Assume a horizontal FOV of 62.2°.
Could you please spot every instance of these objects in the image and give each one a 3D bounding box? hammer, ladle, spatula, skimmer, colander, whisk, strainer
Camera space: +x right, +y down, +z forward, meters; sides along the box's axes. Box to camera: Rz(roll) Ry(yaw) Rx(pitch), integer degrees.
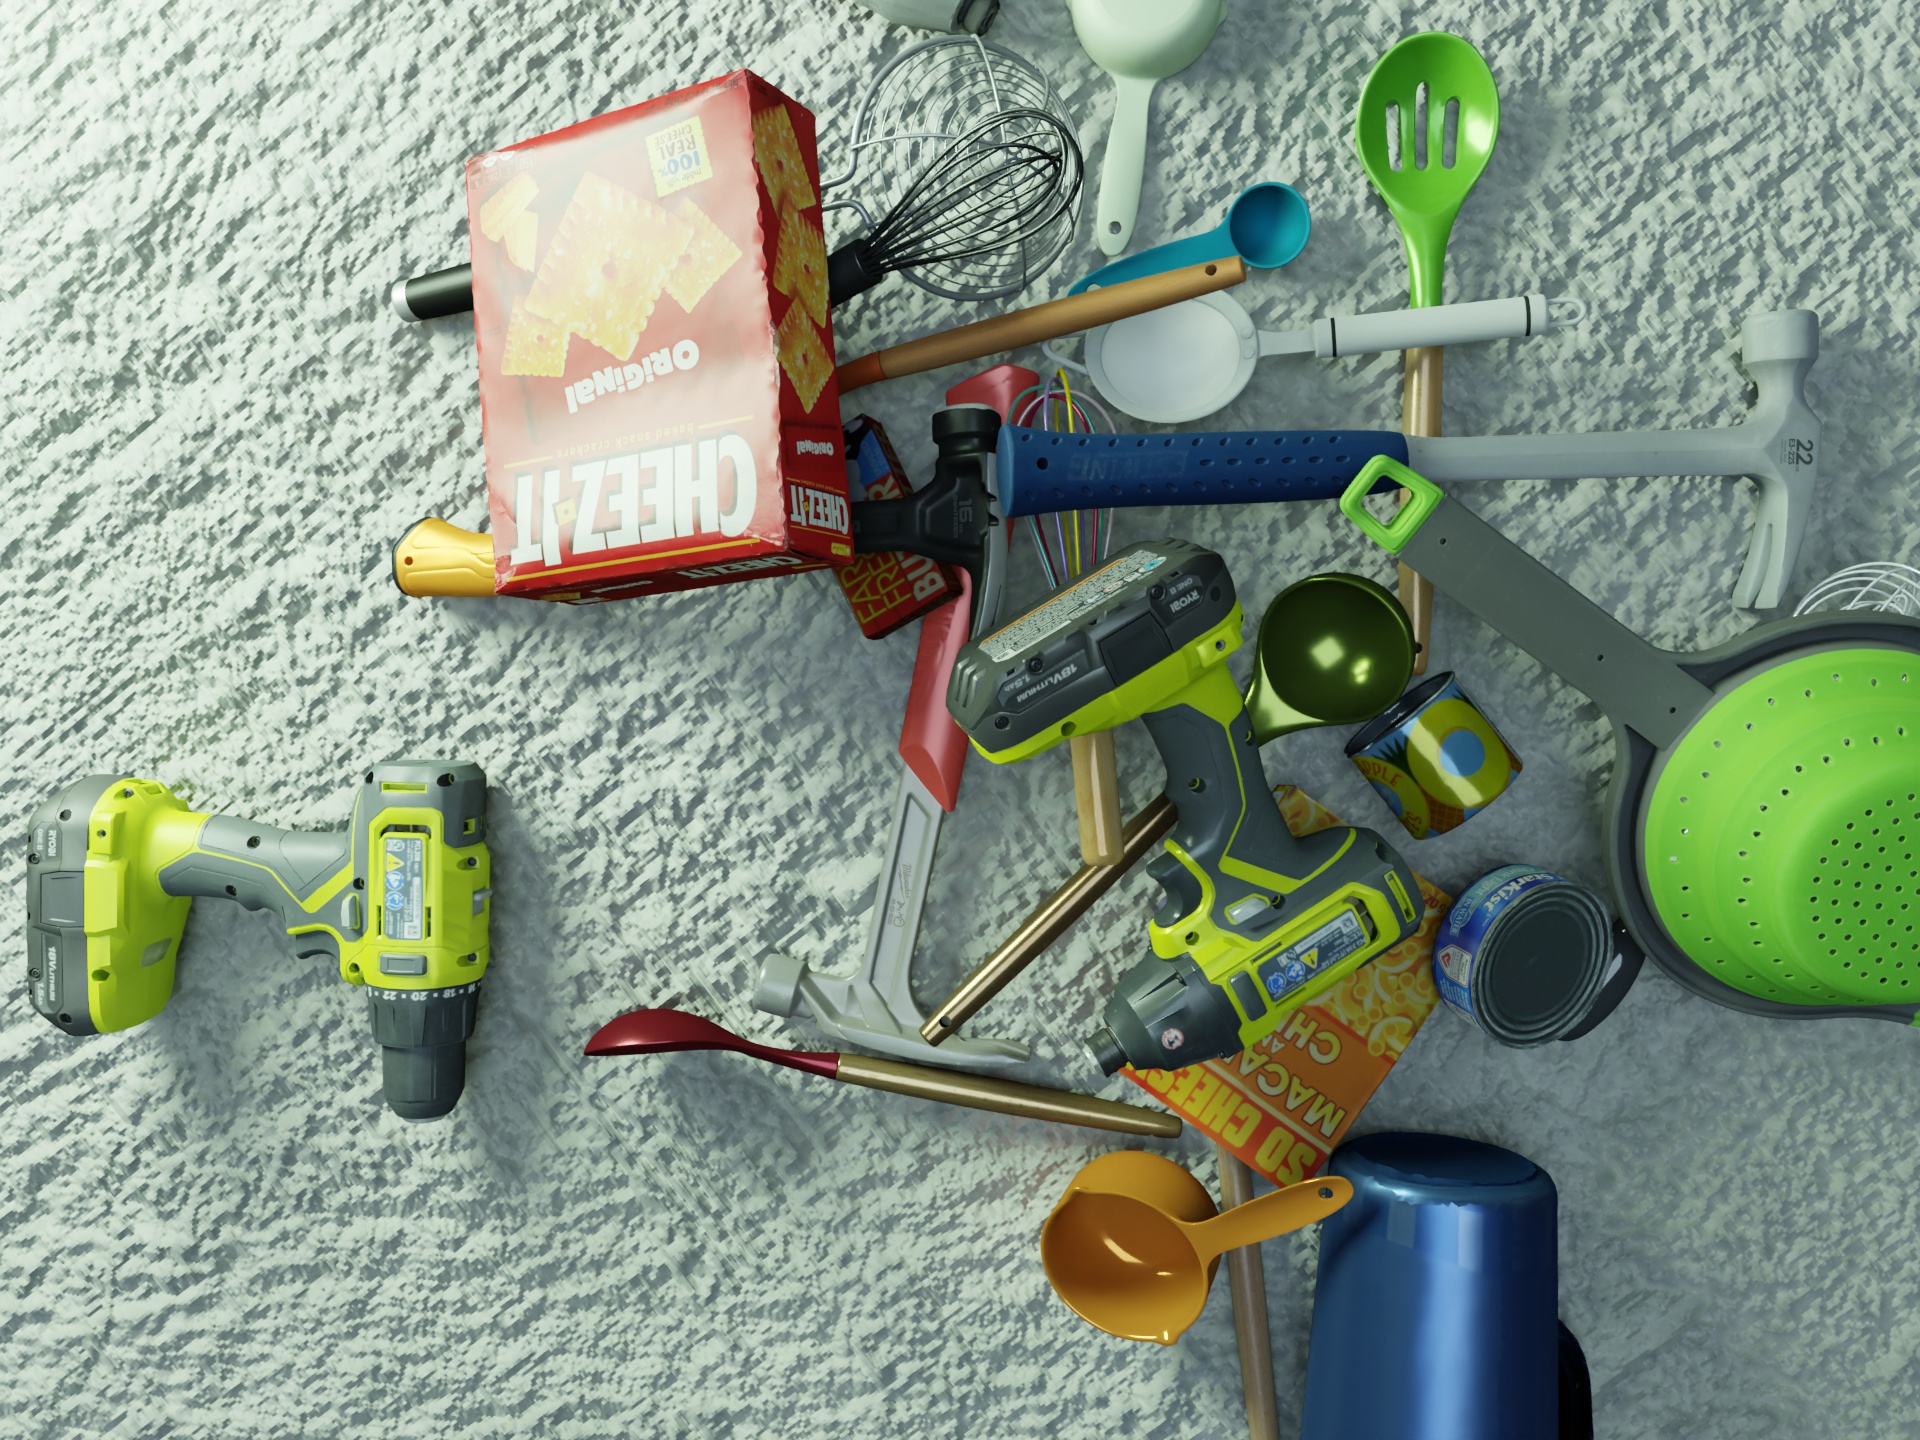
[{"bbox_3d":[0.219,-0.117,0.753,0.405,0.035,0.144,-3,94,-9],"label":"hammer"},{"bbox_3d":[0.097,0.049,0.791,0.320,0.062,0.078,-44,83,0],"label":"ladle"},{"bbox_3d":[-0.019,-0.186,0.792,0.322,0.041,0.081,-10,75,20],"label":"spatula"},{"bbox_3d":[0.147,0.245,0.833,0.060,0.018,0.316,-6,92,3],"label":"spatula"},{"bbox_3d":[-0.139,-0.080,0.799,0.337,0.034,0.127,-2,86,19],"label":"hammer"},{"bbox_3d":[-0.039,0.187,0.836,0.315,0.069,0.031,10,76,0],"label":"ladle"},{"bbox_3d":[-0.119,-0.256,0.827,0.363,0.090,0.127,-8,105,16],"label":"skimmer"},{"bbox_3d":[0.338,0.013,0.702,0.397,0.094,0.204,35,105,-6],"label":"colander"},{"bbox_3d":[-0.047,-0.219,0.753,0.239,0.055,0.055,-21,91,30],"label":"whisk"},{"bbox_3d":[0.171,-0.185,0.783,0.258,0.050,0.087,-3,67,13],"label":"strainer"},{"bbox_3d":[-0.001,-0.003,0.826,0.149,0.037,0.359,12,95,5],"label":"hammer"},{"bbox_3d":[0.057,-0.051,0.775,0.051,0.047,0.245,-3,85,-32],"label":"whisk"},{"bbox_3d":[0.378,0.044,0.785,0.070,0.070,0.284,34,101,3],"label":"whisk"}]

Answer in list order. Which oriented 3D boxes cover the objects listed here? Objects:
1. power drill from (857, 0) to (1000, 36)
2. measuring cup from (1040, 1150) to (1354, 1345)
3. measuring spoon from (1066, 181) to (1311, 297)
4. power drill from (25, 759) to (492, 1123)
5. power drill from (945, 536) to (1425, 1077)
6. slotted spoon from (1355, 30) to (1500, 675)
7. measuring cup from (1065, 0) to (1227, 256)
[{"bbox_3d":[0.004,-0.454,0.784,0.143,0.078,0.219,36,99,3],"label":"power drill"},{"bbox_3d":[0.122,0.246,0.793,0.173,0.052,0.095,-30,94,28],"label":"measuring cup"},{"bbox_3d":[0.116,-0.237,0.815,0.128,0.021,0.042,-17,100,15],"label":"measuring spoon"},{"bbox_3d":[-0.364,0.115,0.849,0.228,0.080,0.190,2,93,3],"label":"power drill"},{"bbox_3d":[0.094,0.046,0.724,0.171,0.080,0.223,-31,106,-5],"label":"power drill"},{"bbox_3d":[0.231,-0.179,0.799,0.070,0.031,0.314,1,95,6],"label":"slotted spoon"},{"bbox_3d":[0.087,-0.320,0.798,0.083,0.038,0.167,8,92,5],"label":"measuring cup"}]
